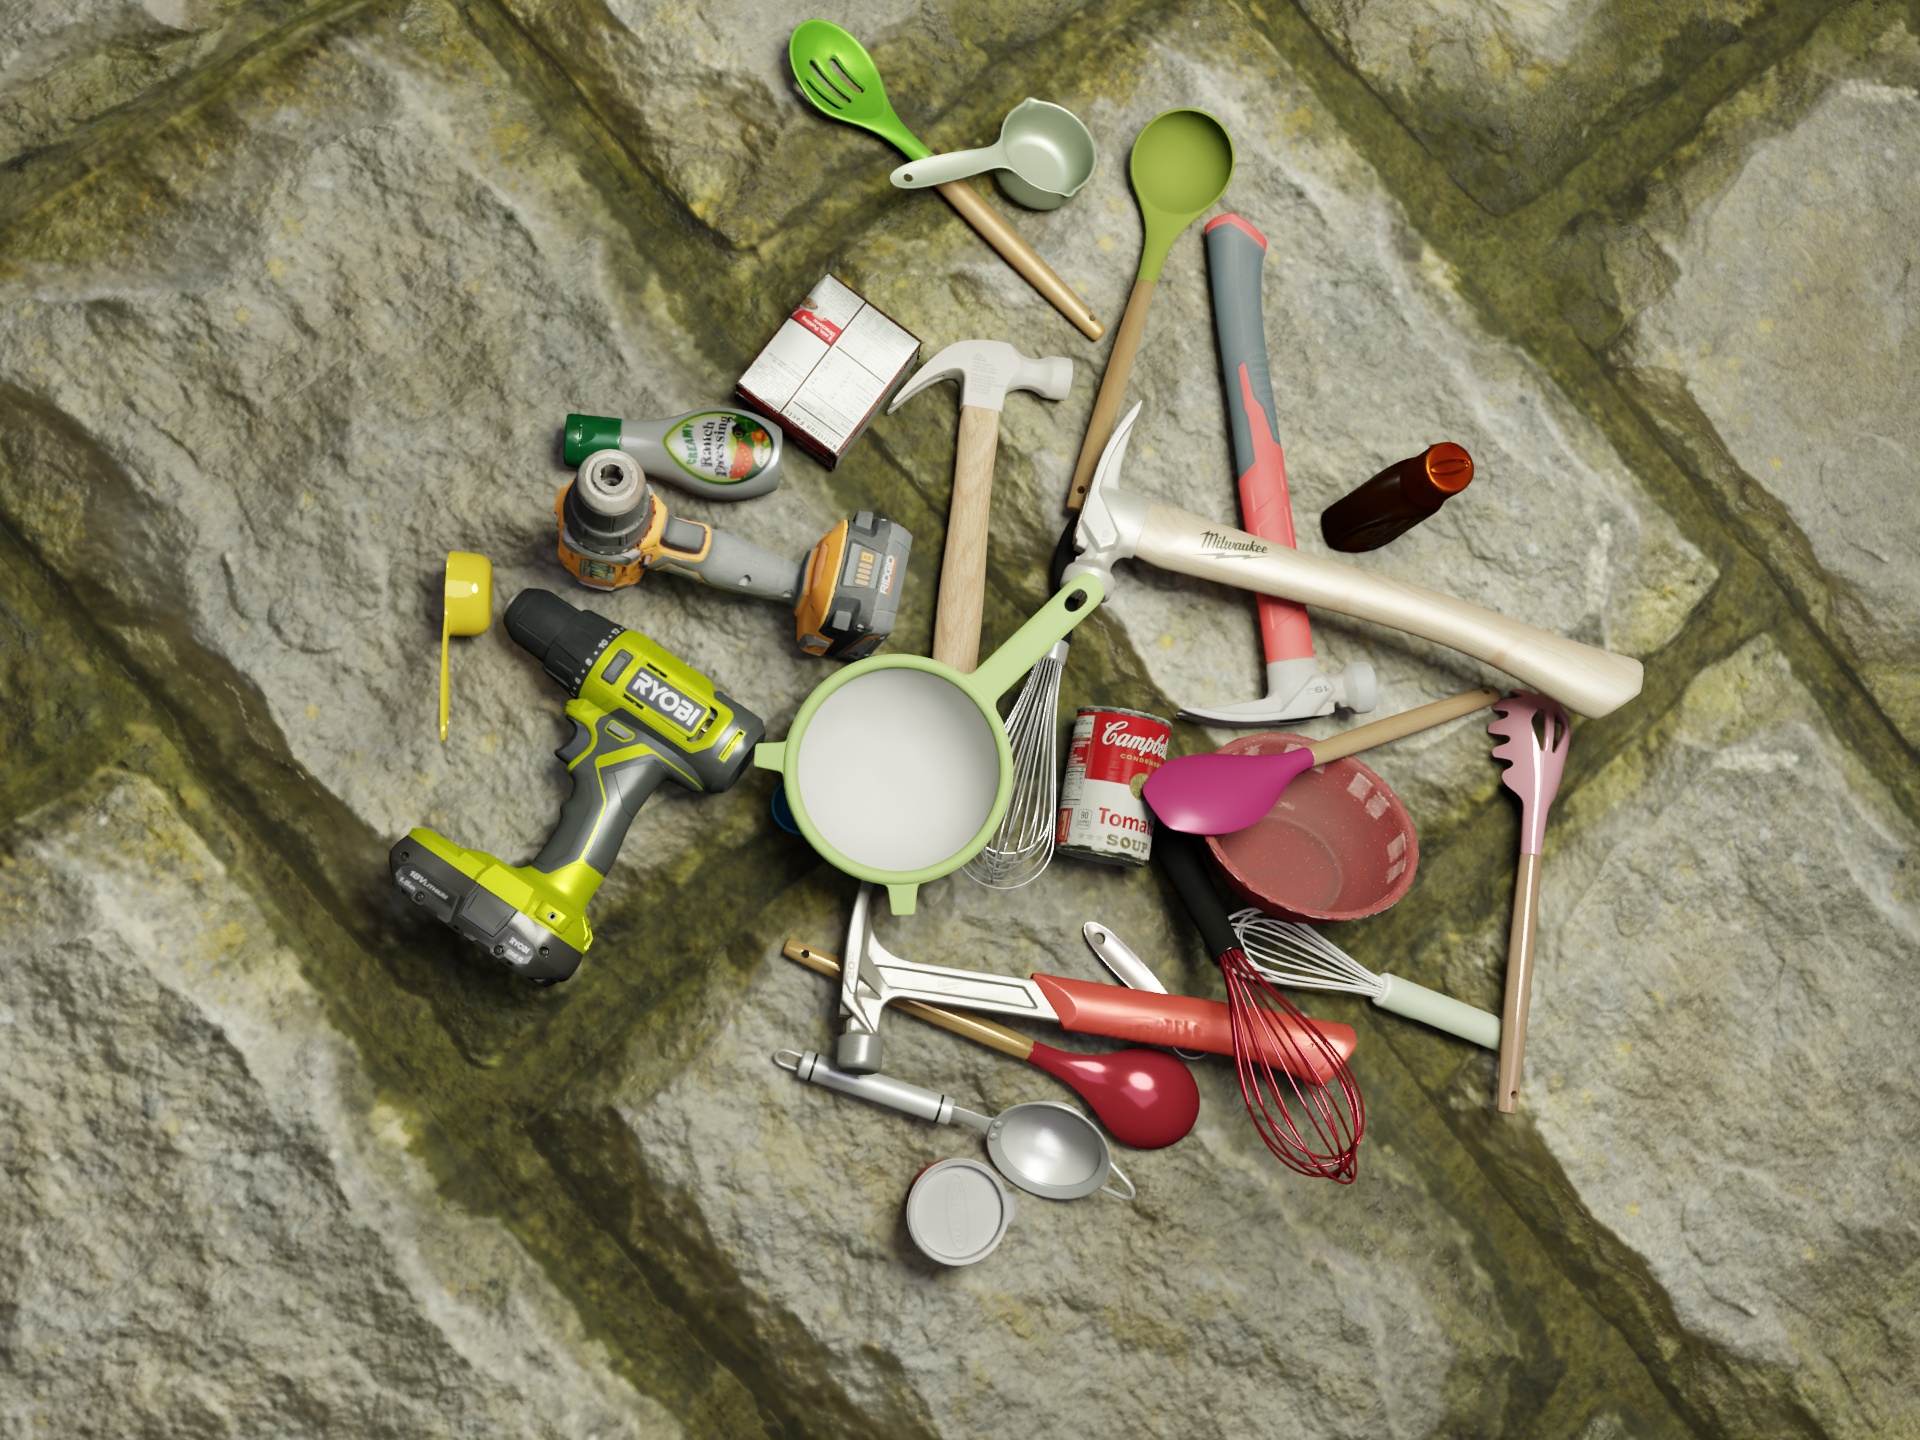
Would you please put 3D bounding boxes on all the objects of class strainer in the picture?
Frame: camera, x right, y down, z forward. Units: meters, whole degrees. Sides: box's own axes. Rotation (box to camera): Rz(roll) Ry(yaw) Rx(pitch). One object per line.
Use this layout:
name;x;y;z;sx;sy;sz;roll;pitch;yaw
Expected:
strainer;-0.003;0.264;1.077;0.258;0.050;0.086;19;123;-2
strainer;-0.002;-0.003;1.065;0.256;0.069;0.151;-43;86;-1

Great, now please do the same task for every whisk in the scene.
whisk;0.188;0.174;1.065;0.073;0.073;0.296;-16;56;-12
whisk;0.295;0.191;1.141;0.246;0.058;0.059;22;113;-9
whisk;0.058;-0.018;1.124;0.070;0.070;0.285;17;75;-7

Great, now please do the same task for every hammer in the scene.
hammer;0.096;0.189;1.089;0.359;0.036;0.149;10;66;-8
hammer;0.000;-0.113;1.137;0.130;0.031;0.331;8;81;-9
hammer;0.206;-0.187;1.176;0.143;0.038;0.386;-6;80;-2
hammer;0.284;-0.098;1.124;0.410;0.038;0.146;18;77;-1

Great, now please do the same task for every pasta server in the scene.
pasta server;0.410;0.126;1.162;0.060;0.040;0.316;12;77;-8

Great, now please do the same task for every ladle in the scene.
ladle;0.024;0.216;1.096;0.315;0.031;0.069;24;79;-4
ladle;0.130;-0.303;1.168;0.078;0.062;0.320;17;78;5

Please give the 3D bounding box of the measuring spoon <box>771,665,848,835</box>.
measuring spoon;-0.098;0.022;1.111;0.042;0.021;0.129;21;70;-7

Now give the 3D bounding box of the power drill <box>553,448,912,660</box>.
power drill;-0.150;-0.112;1.034;0.226;0.185;0.084;14;78;-11

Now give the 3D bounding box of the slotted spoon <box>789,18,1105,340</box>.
slotted spoon;-0.008;-0.395;1.179;0.313;0.031;0.070;44;62;-4

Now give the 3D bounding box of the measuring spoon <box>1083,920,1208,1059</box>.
measuring spoon;0.130;0.190;1.126;0.034;0.018;0.124;-41;83;-22

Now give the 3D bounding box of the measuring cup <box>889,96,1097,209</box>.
measuring cup;0.020;-0.404;1.169;0.167;0.038;0.083;-19;82;-21

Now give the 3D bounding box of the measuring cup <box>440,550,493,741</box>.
measuring cup;-0.320;-0.047;1.030;0.029;0.062;0.157;0;49;-14

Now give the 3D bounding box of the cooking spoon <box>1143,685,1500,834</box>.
cooking spoon;0.267;0.019;1.134;0.319;0.017;0.069;-16;54;-26

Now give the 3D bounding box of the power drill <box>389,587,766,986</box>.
power drill;-0.266;0.039;1.046;0.190;0.080;0.228;34;75;1
